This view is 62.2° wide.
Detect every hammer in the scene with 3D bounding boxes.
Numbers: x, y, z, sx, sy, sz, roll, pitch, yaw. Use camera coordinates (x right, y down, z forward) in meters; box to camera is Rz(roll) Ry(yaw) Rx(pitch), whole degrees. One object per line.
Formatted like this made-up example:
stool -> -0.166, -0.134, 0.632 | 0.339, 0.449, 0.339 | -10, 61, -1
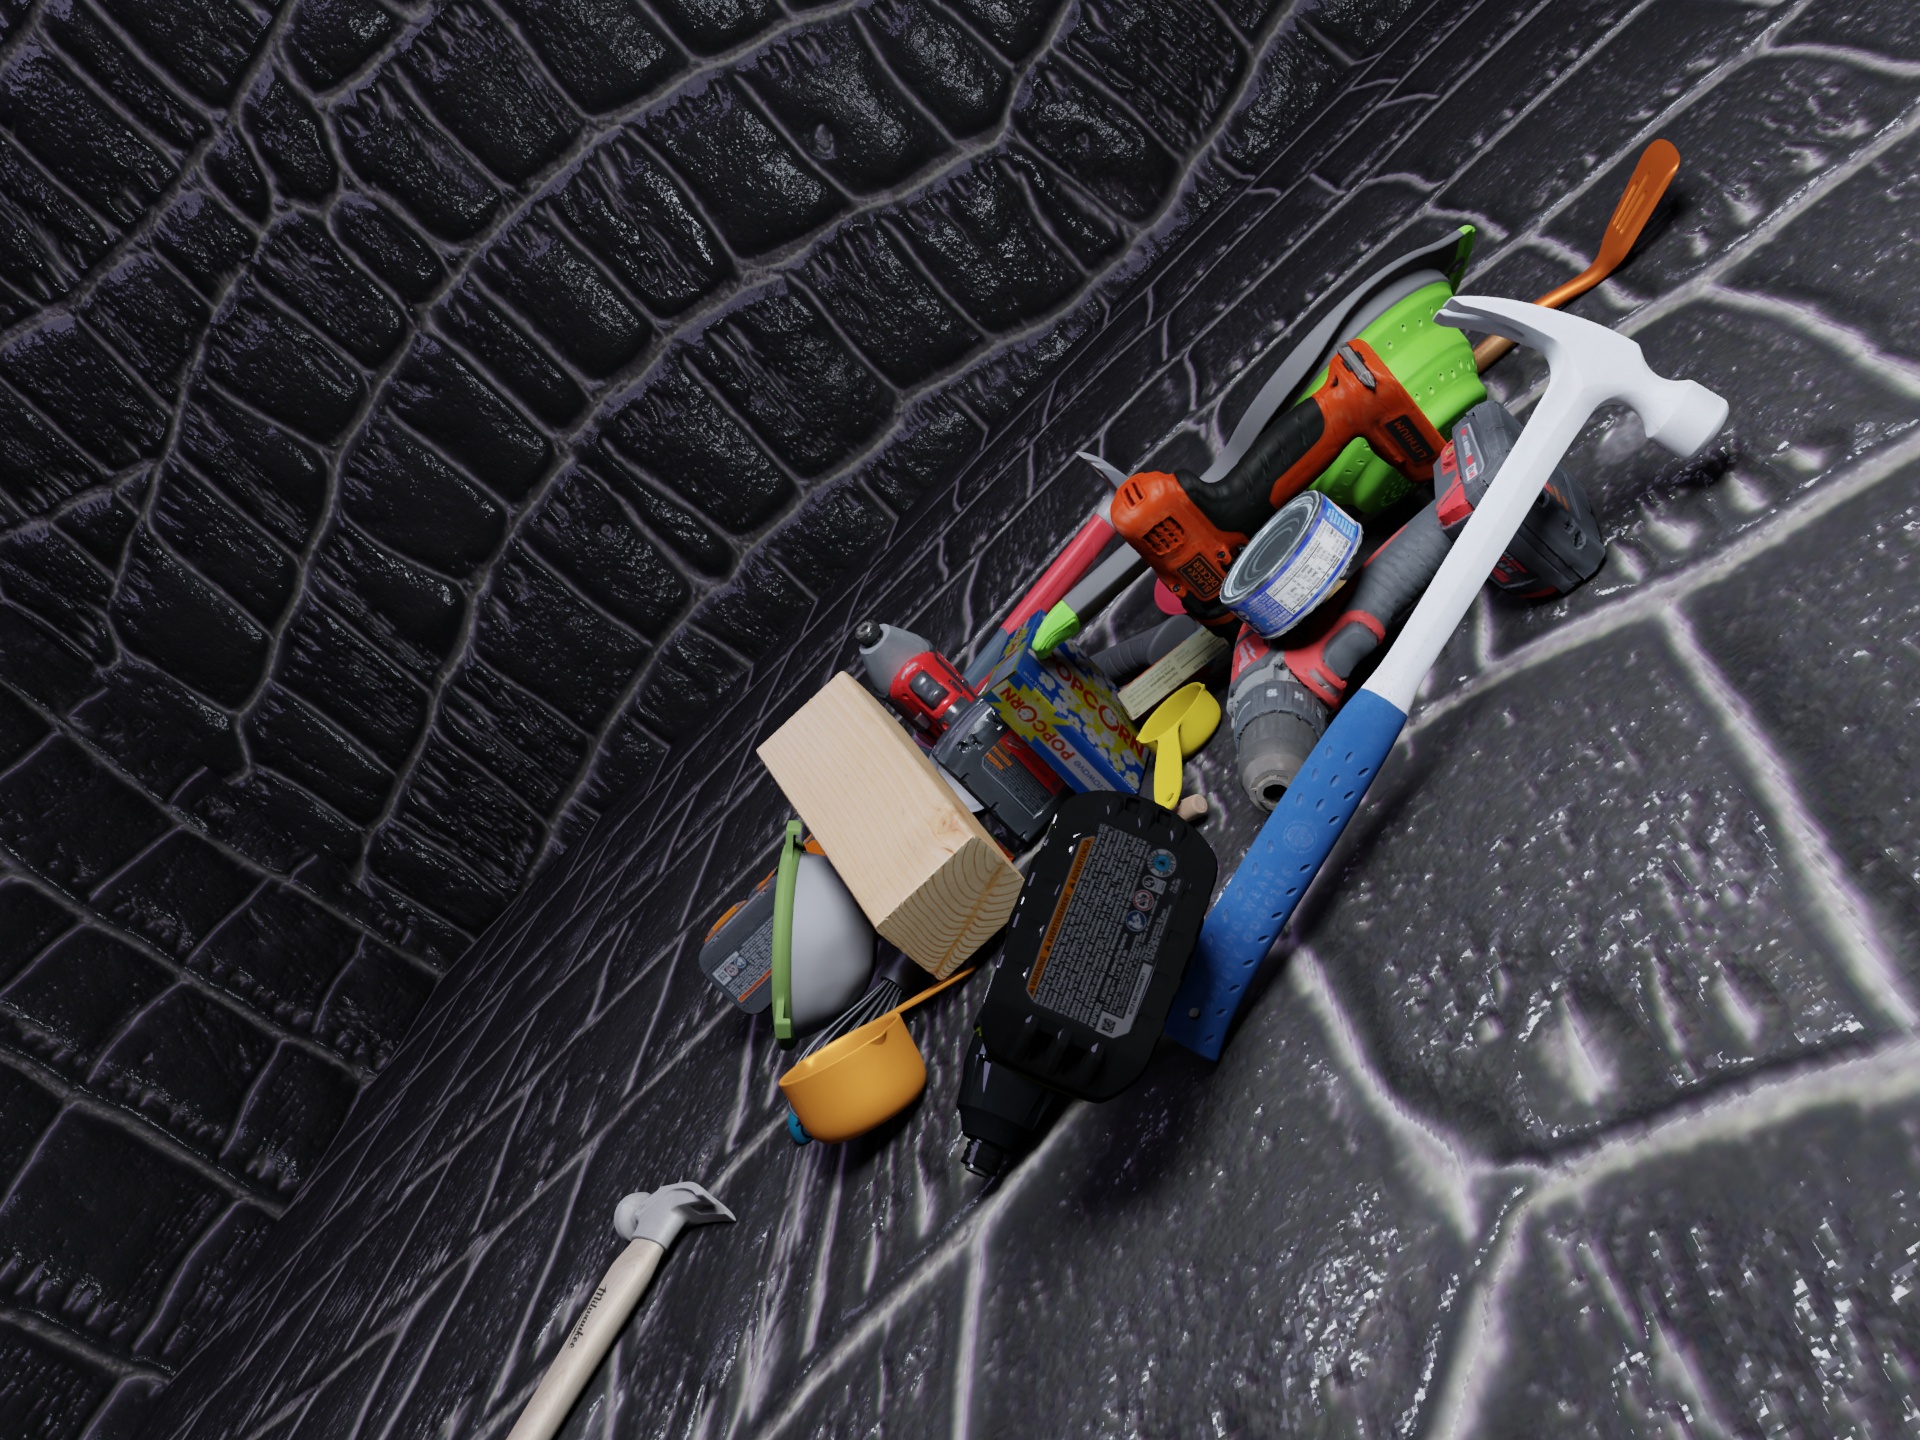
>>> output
hammer -> 0.206, -0.021, 0.774 | 0.405, 0.144, 0.035 | -58, -4, -3
hammer -> -0.290, 0.487, 1.047 | 0.146, 0.038, 0.411 | -28, 24, 51
hammer -> 0.036, -0.078, 1.512 | 0.386, 0.143, 0.038 | -50, 55, 4
hammer -> 0.093, -0.034, 1.358 | 0.146, 0.035, 0.335 | -55, 15, -27

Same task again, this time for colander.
colander -> 0.220, -0.153, 1.063 | 0.397, 0.094, 0.204 | -42, -15, -1

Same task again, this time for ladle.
ladle -> 0.219, -0.099, 1.169 | 0.069, 0.031, 0.315 | -55, 16, -3

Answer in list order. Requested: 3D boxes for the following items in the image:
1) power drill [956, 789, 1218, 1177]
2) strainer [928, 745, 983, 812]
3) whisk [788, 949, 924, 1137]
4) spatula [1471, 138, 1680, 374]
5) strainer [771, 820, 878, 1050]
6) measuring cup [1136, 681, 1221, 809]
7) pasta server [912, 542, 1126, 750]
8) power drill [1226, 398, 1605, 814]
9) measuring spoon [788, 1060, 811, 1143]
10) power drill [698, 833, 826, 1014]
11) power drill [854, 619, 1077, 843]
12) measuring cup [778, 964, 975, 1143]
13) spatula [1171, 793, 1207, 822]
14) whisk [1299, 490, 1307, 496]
power drill -> 0.049, 0.136, 0.788 | 0.223, 0.080, 0.171 | 106, -173, -69
strainer -> -0.025, 0.097, 1.335 | 0.087, 0.050, 0.258 | 26, 76, 37
whisk -> -0.044, 0.185, 1.106 | 0.239, 0.055, 0.055 | -54, 15, -23
spatula -> 0.384, -0.281, 1.147 | 0.322, 0.041, 0.081 | -41, 15, 28
strainer -> -0.093, 0.178, 1.189 | 0.256, 0.069, 0.152 | 87, -176, -70
measuring cup -> 0.144, 0.026, 1.034 | 0.062, 0.029, 0.157 | -41, 15, 24
pasta server -> 0.075, -0.080, 1.360 | 0.316, 0.040, 0.060 | -46, 0, 17
power drill -> 0.237, -0.055, 0.885 | 0.226, 0.080, 0.188 | -43, 14, 30
measuring spoon -> -0.117, 0.269, 1.160 | 0.042, 0.021, 0.129 | -47, 14, -2
power drill -> -0.135, 0.152, 1.406 | 0.164, 0.084, 0.226 | -44, 5, 14
power drill -> -0.002, -0.004, 1.233 | 0.078, 0.143, 0.220 | -46, 32, -2
measuring cup -> -0.038, 0.216, 1.037 | 0.173, 0.052, 0.095 | -26, -3, -44
spatula -> 0.057, 0.112, 1.082 | 0.316, 0.018, 0.060 | -34, 23, 47
whisk -> 0.244, -0.168, 1.253 | 0.058, 0.059, 0.246 | -23, 6, -27
